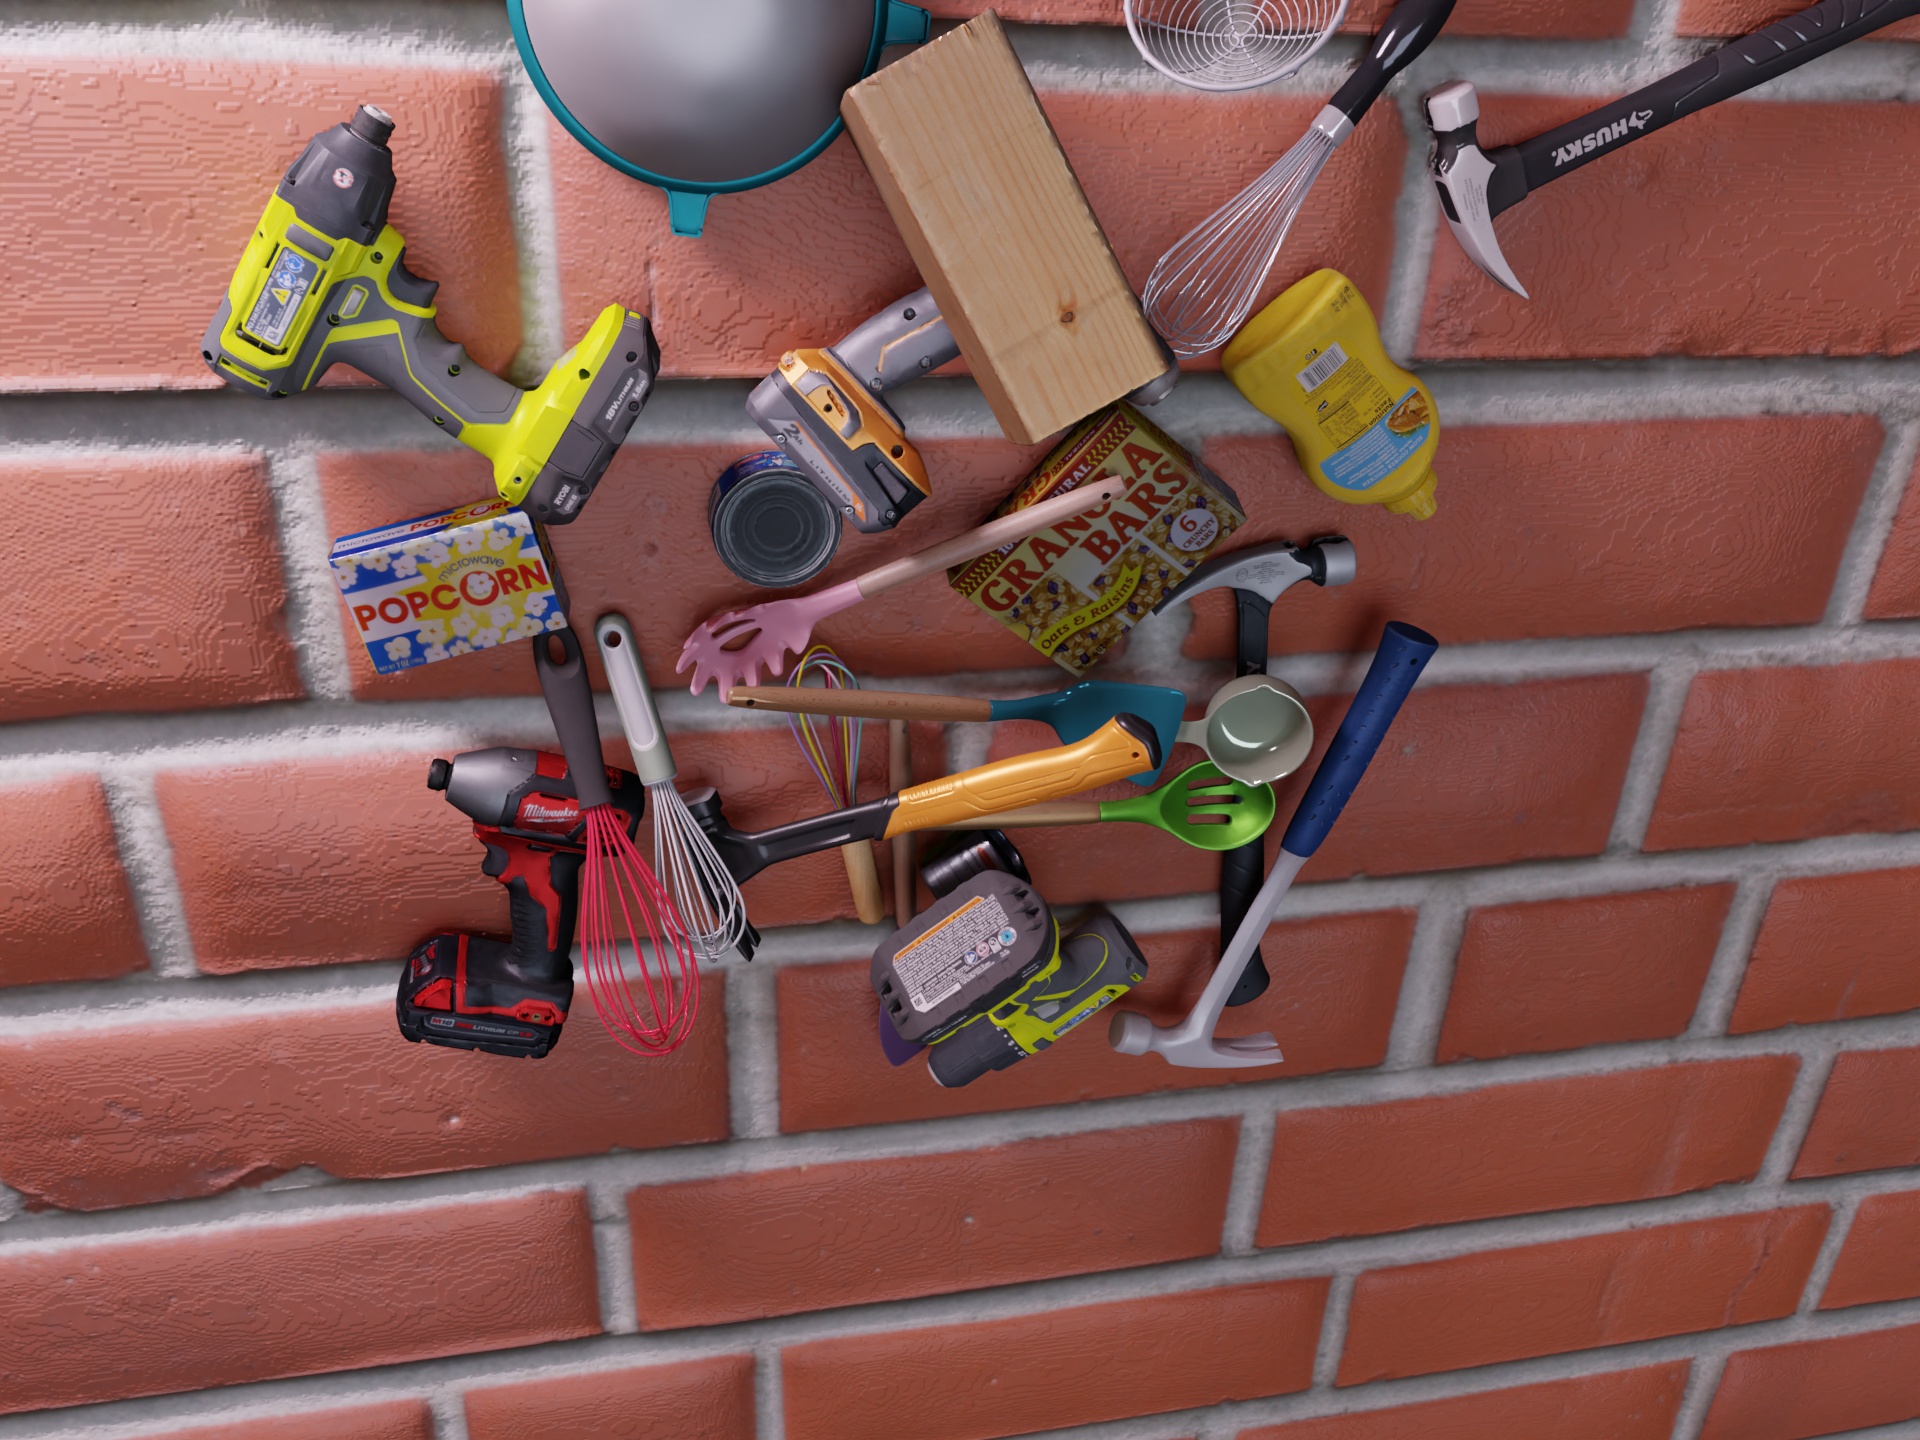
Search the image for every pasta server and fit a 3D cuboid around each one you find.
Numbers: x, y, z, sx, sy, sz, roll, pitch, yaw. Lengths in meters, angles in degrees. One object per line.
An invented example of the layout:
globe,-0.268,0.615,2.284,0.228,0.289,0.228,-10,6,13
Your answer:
pasta server,-0.040,-0.091,1.036,0.316,0.040,0.060,-21,129,12

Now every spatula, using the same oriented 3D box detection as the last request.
spatula,-0.043,0.133,1.202,0.060,0.018,0.315,-26,127,-40
spatula,-0.002,-0.003,1.083,0.317,0.044,0.082,3,123,-22

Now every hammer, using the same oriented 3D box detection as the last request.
hammer,0.256,0.108,1.214,0.144,0.035,0.405,14,116,-18
hammer,-0.024,0.067,1.088,0.337,0.034,0.127,-16,107,13
hammer,0.464,-0.397,1.018,0.335,0.035,0.146,-25,121,1
hammer,0.215,0.055,1.215,0.149,0.036,0.408,-8,121,-7

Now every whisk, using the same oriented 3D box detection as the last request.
whisk,-0.232,0.074,1.038,0.073,0.073,0.296,-15,87,-4
whisk,0.207,-0.340,0.980,0.070,0.070,0.284,33,102,-27
whisk,-0.199,0.047,1.066,0.058,0.059,0.246,-16,98,0
whisk,-0.081,0.050,1.142,0.051,0.047,0.244,-7,125,4

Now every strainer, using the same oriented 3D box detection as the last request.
strainer,-0.173,-0.423,0.819,0.211,0.095,0.340,-37,122,9

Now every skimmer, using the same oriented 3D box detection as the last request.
skimmer,0.162,-0.528,0.840,0.127,0.090,0.363,11,118,17

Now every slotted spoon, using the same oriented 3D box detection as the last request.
slotted spoon,0.075,0.065,1.152,0.313,0.031,0.070,-2,102,-11

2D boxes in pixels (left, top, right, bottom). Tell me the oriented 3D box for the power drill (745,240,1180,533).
power drill,0.006,-0.213,0.971,0.226,0.084,0.185,-42,103,9

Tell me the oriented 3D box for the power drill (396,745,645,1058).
power drill,-0.316,0.120,1.106,0.143,0.079,0.219,14,112,-21

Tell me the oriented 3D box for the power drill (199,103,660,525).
power drill,-0.293,-0.226,0.915,0.223,0.080,0.171,28,109,-22

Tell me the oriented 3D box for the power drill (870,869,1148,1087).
power drill,0.026,0.202,1.187,0.190,0.080,0.228,-36,152,8

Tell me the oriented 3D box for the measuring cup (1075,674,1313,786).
measuring cup,0.167,0.000,1.140,0.167,0.038,0.083,4,119,6
